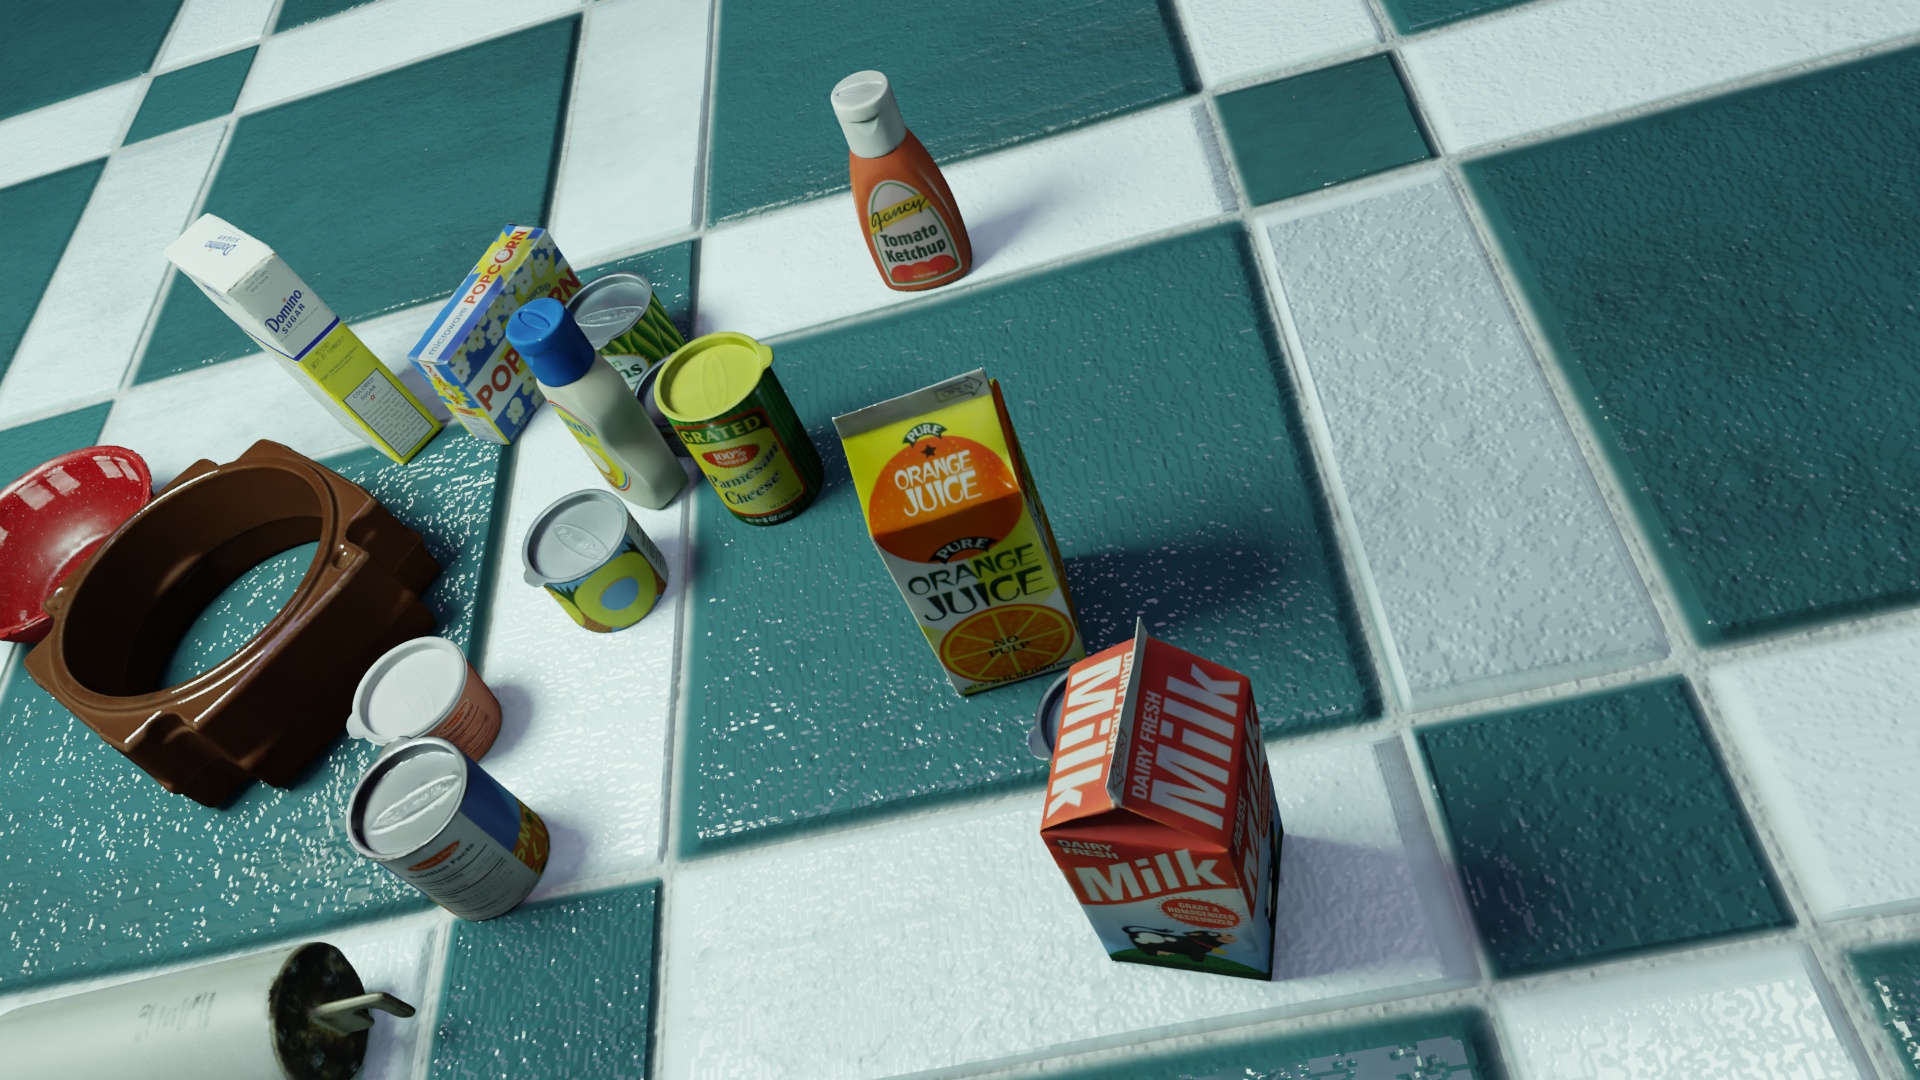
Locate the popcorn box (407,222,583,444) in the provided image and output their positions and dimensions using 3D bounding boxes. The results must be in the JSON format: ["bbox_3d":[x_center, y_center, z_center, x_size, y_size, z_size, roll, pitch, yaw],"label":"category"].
[{"bbox_3d":[-0.307,-0.140,0.943,0.038,0.085,0.127,10,59,25],"label":"popcorn box"}]

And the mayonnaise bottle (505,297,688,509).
[{"bbox_3d":[-0.218,-0.080,0.828,0.065,0.147,0.041,27,67,33],"label":"mayonnaise bottle"}]

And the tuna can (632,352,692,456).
[{"bbox_3d":[-0.173,-0.091,0.895,0.071,0.032,0.071,-9,52,12],"label":"tuna can"}]

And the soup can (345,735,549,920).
[{"bbox_3d":[-0.261,0.147,0.714,0.071,0.083,0.072,-9,52,12],"label":"soup can"}]

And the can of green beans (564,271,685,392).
[{"bbox_3d":[-0.225,-0.136,0.931,0.071,0.057,0.071,-9,52,12],"label":"can of green beans"}]

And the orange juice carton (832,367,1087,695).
[{"bbox_3d":[0.002,-0.008,0.671,0.072,0.191,0.073,-16,51,7],"label":"orange juice carton"}]

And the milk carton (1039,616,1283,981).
[{"bbox_3d":[0.083,0.109,0.557,0.073,0.189,0.073,1,55,20],"label":"milk carton"}]

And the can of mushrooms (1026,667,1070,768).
[{"bbox_3d":[0.069,0.094,0.674,0.071,0.033,0.071,-9,52,12],"label":"can of mushrooms"}]

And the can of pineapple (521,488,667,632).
[{"bbox_3d":[-0.215,0.013,0.815,0.071,0.057,0.071,-9,52,12],"label":"can of pineapple"}]

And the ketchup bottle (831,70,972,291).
[{"bbox_3d":[-0.040,-0.225,0.876,0.065,0.148,0.044,-11,52,11],"label":"ketchup bottle"}]

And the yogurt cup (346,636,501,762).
[{"bbox_3d":[-0.297,0.096,0.783,0.072,0.053,0.073,-9,52,12],"label":"yogurt cup"}]

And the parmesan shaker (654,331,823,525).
[{"bbox_3d":[-0.124,-0.064,0.813,0.071,0.102,0.071,-9,52,12],"label":"parmesan shaker"}]
